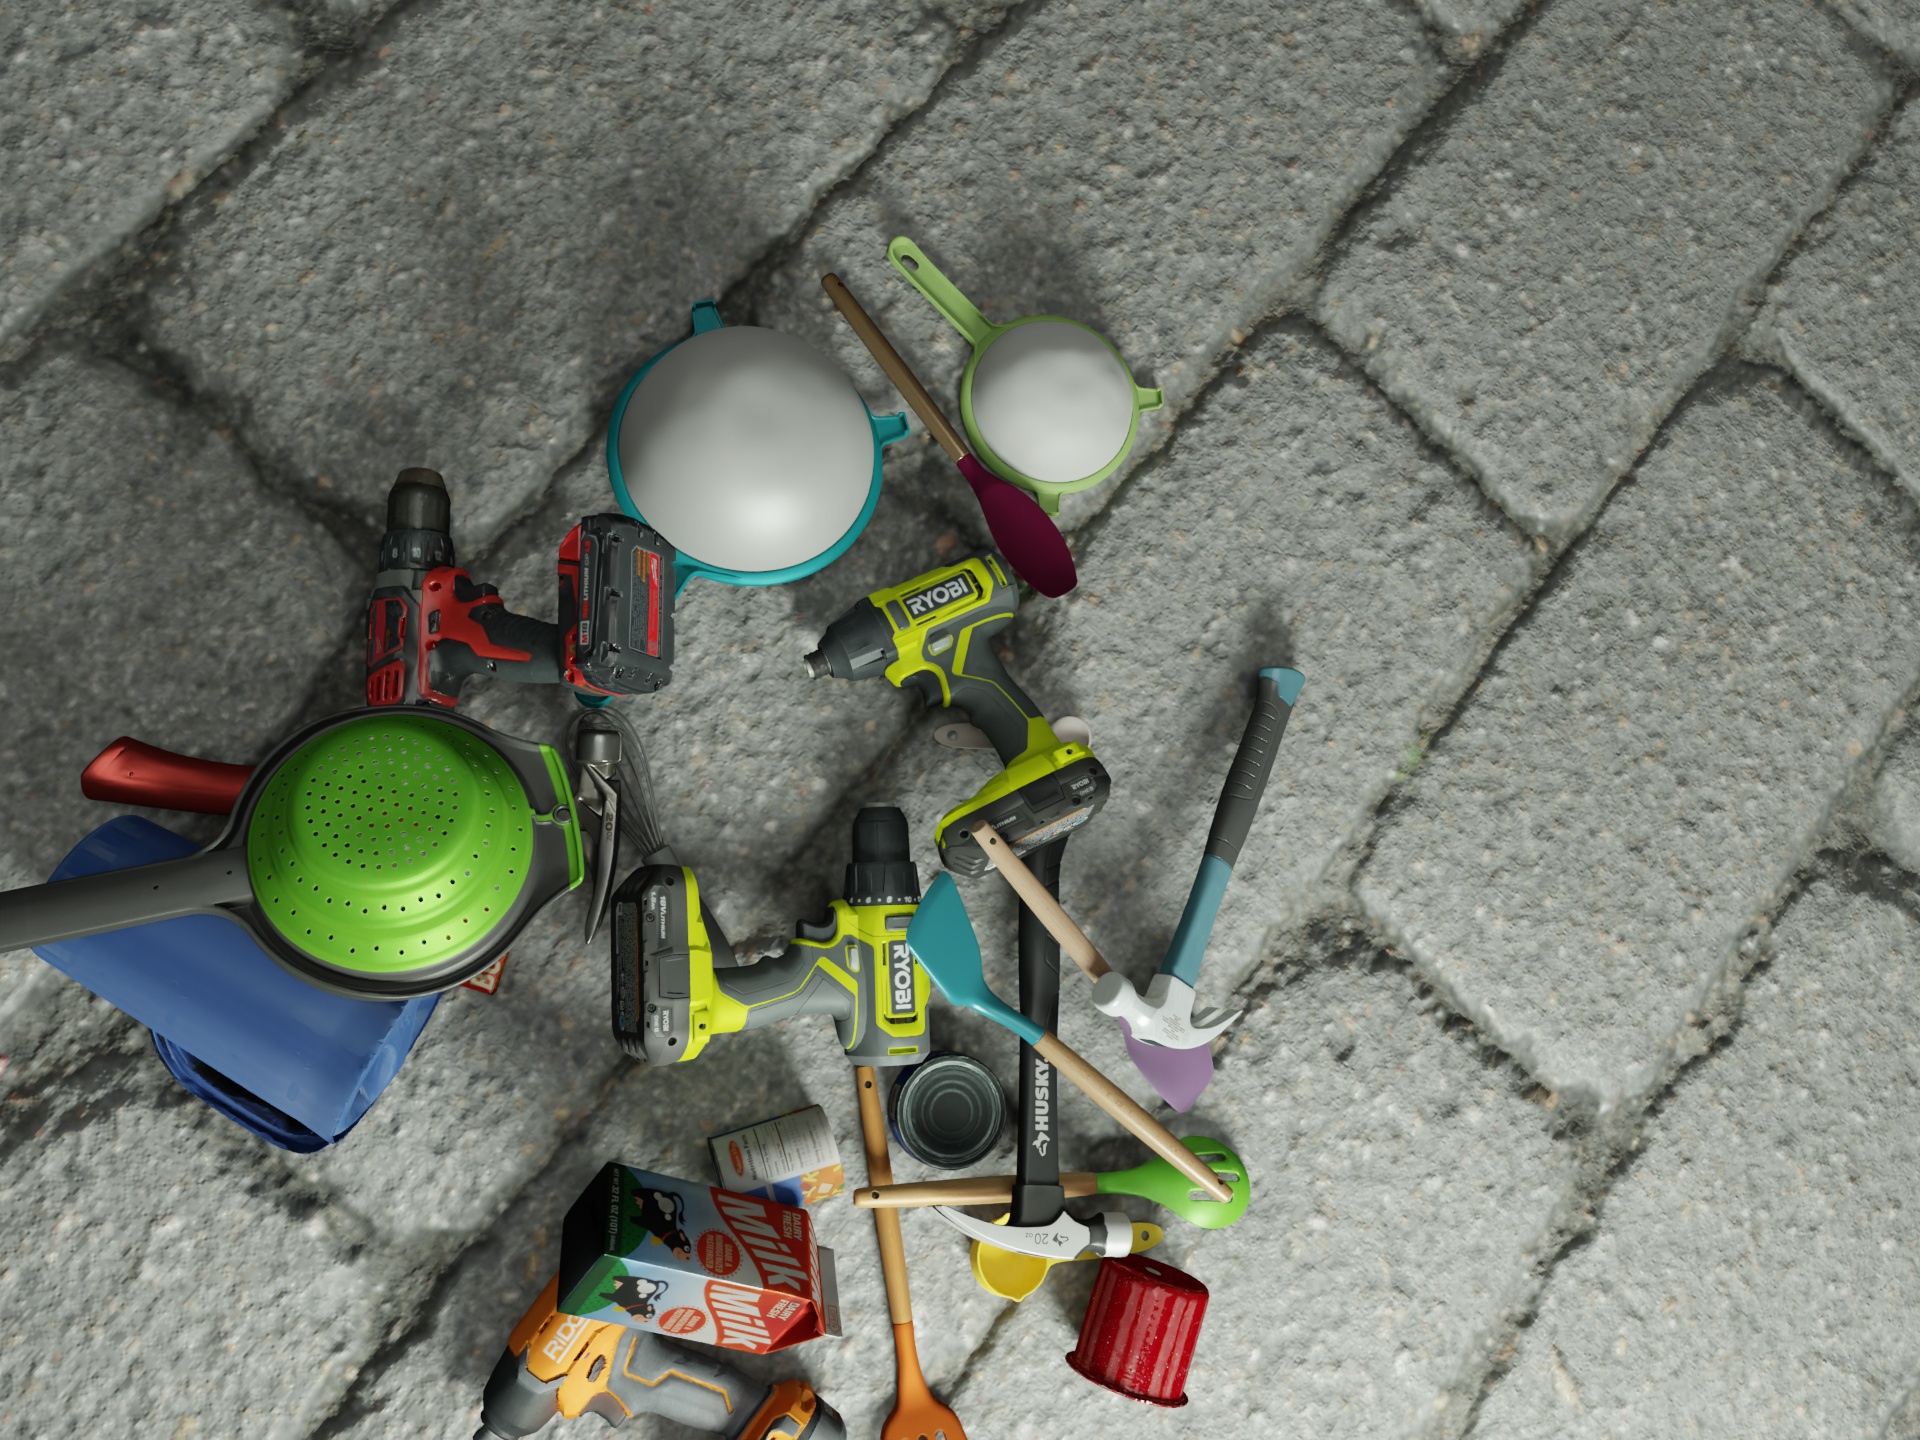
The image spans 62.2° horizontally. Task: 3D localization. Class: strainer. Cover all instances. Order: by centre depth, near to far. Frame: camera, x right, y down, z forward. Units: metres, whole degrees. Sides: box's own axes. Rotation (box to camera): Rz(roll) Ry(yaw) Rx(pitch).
[{"bbox_3d":[-0.183,-0.161,1.159,0.211,0.095,0.340,30,69,-4],"label":"strainer"},{"bbox_3d":[0.041,-0.298,1.261,0.256,0.069,0.151,44,76,-4],"label":"strainer"}]

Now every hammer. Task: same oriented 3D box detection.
[{"bbox_3d":[-0.418,0.066,1.102,0.359,0.037,0.149,5,89,-4],"label":"hammer"},{"bbox_3d":[0.053,0.221,1.177,0.146,0.035,0.335,7,71,-17],"label":"hammer"},{"bbox_3d":[0.202,0.097,1.228,0.128,0.033,0.331,39,64,-32],"label":"hammer"}]

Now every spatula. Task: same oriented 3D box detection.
[{"bbox_3d":[0.081,0.239,1.138,0.317,0.044,0.082,41,37,-5],"label":"spatula"},{"bbox_3d":[-0.044,0.412,1.152,0.081,0.041,0.323,-8,82,-12],"label":"spatula"},{"bbox_3d":[0.101,0.180,1.169,0.060,0.018,0.315,-48,119,-16],"label":"spatula"}]

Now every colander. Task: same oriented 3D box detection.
[{"bbox_3d":[-0.436,0.082,0.978,0.397,0.094,0.205,-11,70,-18],"label":"colander"}]

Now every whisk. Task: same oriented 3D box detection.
[{"bbox_3d":[-0.219,0.096,1.162,0.055,0.055,0.239,-29,93,-15],"label":"whisk"}]

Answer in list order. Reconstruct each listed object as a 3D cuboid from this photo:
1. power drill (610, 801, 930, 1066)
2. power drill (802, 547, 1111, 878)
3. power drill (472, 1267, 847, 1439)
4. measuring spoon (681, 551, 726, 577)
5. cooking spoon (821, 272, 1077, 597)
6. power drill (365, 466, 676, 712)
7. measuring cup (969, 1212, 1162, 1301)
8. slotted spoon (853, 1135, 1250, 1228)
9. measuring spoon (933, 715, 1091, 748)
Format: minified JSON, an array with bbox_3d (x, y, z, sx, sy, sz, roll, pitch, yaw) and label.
[{"bbox_3d":[-0.127,0.154,1.136,0.228,0.080,0.190,2,82,-29],"label":"power drill"},{"bbox_3d":[-0.002,-0.004,1.191,0.171,0.080,0.223,-25,73,-14],"label":"power drill"},{"bbox_3d":[-0.210,0.476,1.088,0.226,0.084,0.164,38,76,0],"label":"power drill"},{"bbox_3d":[-0.170,-0.159,1.226,0.042,0.021,0.129,34,67,-2],"label":"measuring spoon"},{"bbox_3d":[-0.013,-0.226,1.250,0.069,0.017,0.319,-31,82,-42],"label":"cooking spoon"},{"bbox_3d":[-0.316,-0.094,1.112,0.227,0.080,0.188,-4,80,21],"label":"power drill"},{"bbox_3d":[0.079,0.396,1.194,0.156,0.029,0.062,0,73,-24],"label":"measuring cup"},{"bbox_3d":[0.075,0.347,1.179,0.313,0.031,0.070,2,61,-15],"label":"slotted spoon"},{"bbox_3d":[0.040,0.013,1.246,0.124,0.018,0.034,1,81,-5],"label":"measuring spoon"}]
